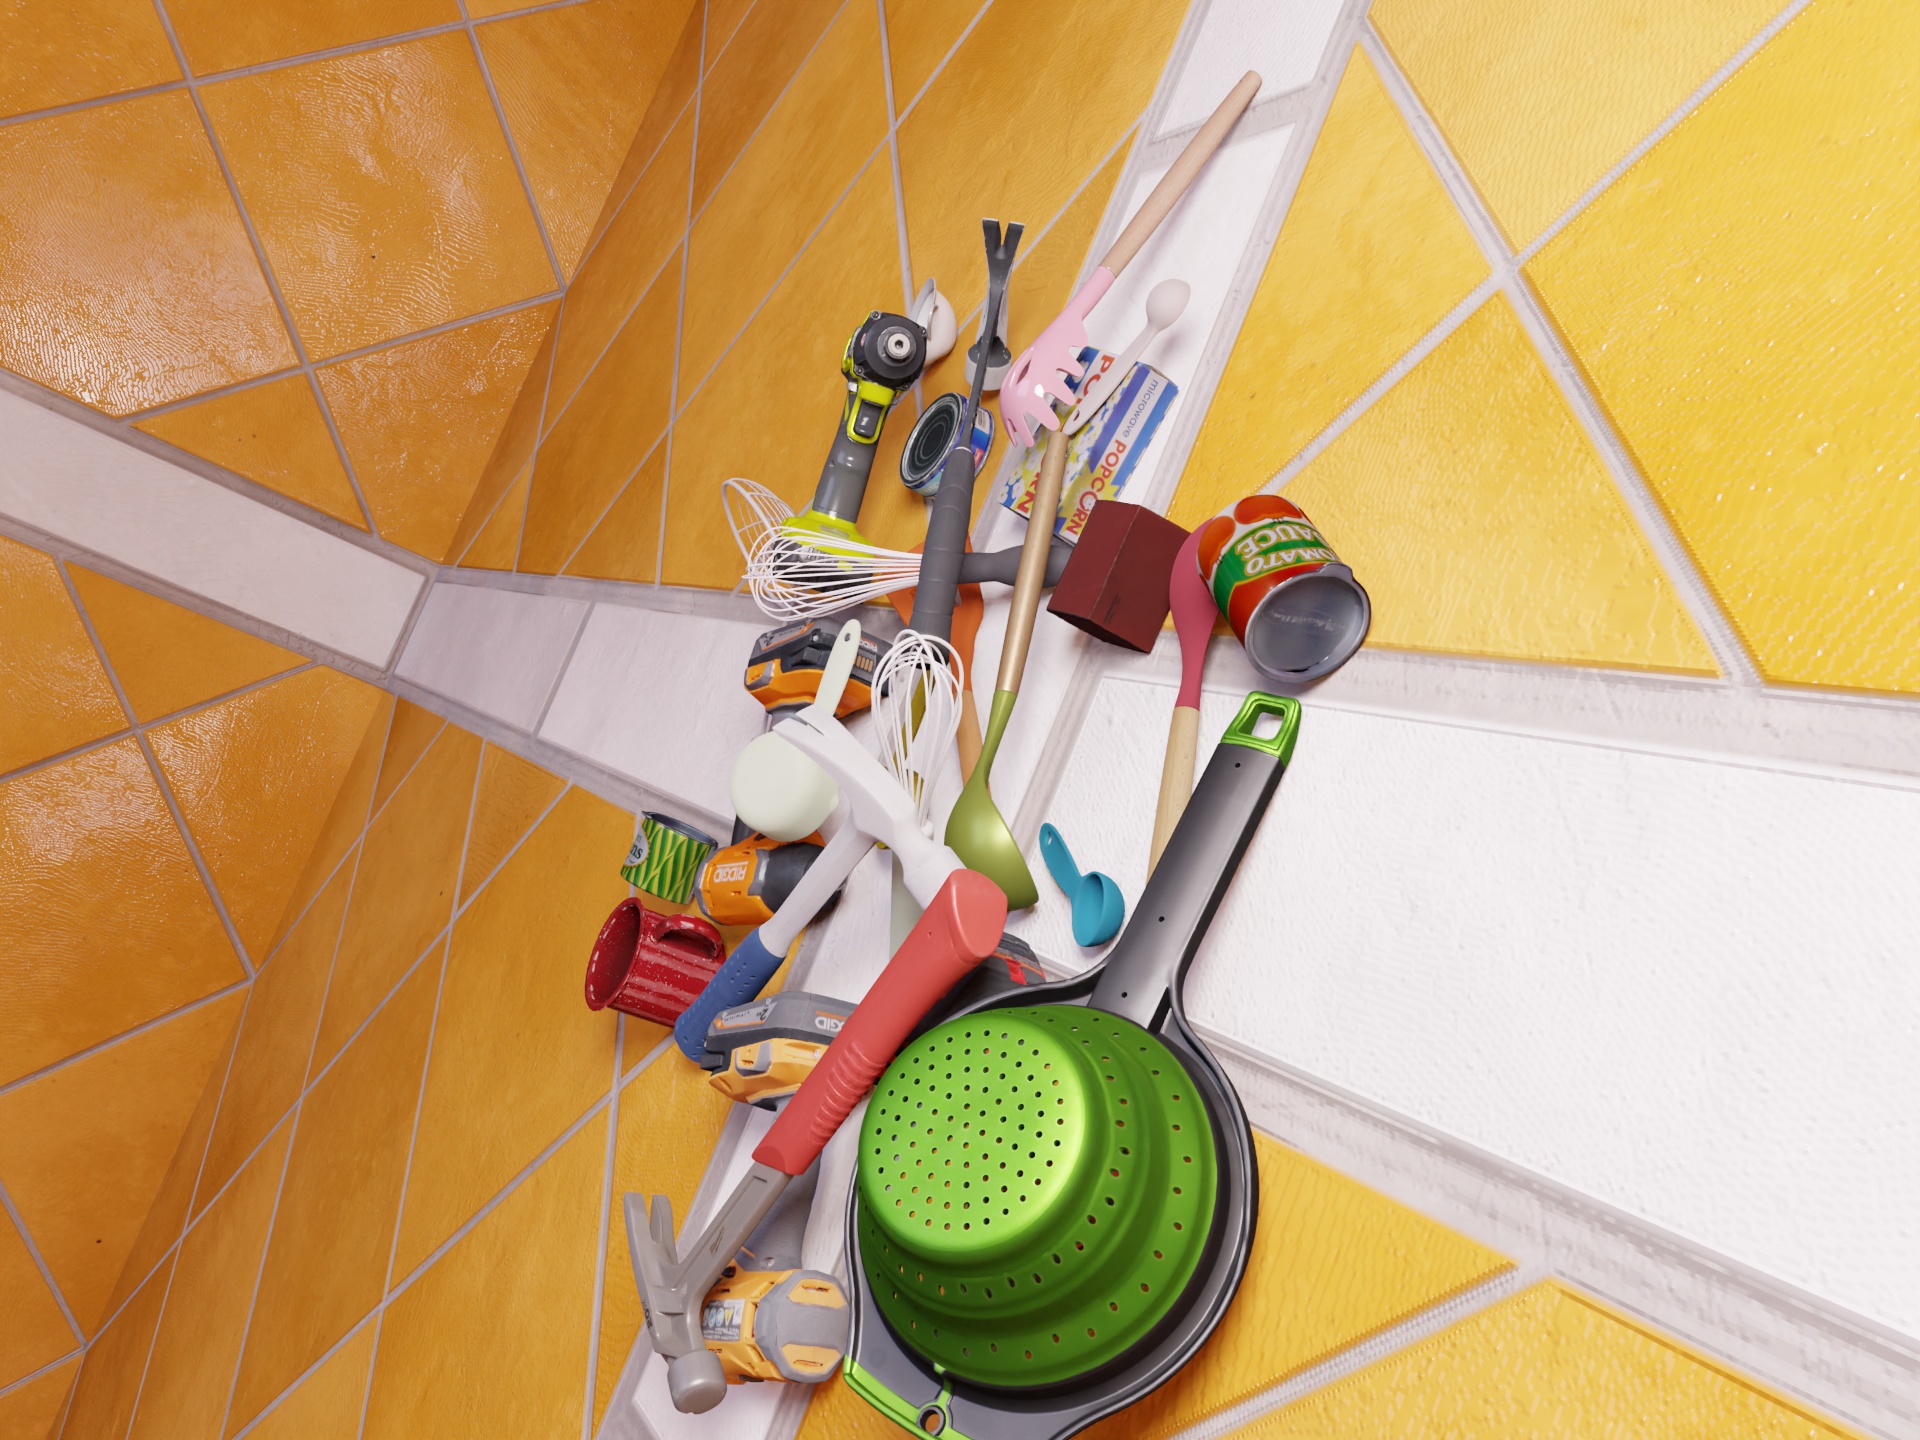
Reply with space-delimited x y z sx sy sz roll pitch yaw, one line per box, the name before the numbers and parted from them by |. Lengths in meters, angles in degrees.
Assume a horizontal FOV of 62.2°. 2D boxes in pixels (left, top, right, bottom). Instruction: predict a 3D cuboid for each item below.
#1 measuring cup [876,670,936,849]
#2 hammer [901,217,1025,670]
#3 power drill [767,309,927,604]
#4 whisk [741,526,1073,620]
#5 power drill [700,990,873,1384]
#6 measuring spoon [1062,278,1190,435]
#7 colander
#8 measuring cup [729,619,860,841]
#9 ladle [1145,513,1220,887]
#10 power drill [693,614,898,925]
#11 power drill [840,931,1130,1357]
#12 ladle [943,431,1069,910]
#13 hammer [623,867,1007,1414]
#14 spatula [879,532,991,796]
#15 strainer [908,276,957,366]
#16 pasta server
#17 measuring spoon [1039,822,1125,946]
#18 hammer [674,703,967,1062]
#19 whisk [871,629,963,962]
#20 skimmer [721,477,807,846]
measuring cup | -0.027 0.021 1.060 0.062 0.029 0.156 -111 34 -50
hammer | 0.004 -0.185 1.076 0.149 0.036 0.409 97 -178 -47
power drill | -0.084 -0.212 1.267 0.171 0.080 0.223 -137 63 -78
whisk | -0.040 -0.108 1.122 0.285 0.070 0.070 1 67 33
power drill | -0.130 0.300 1.011 0.185 0.084 0.226 -26 51 49
measuring spoon | 0.102 -0.236 1.028 0.124 0.018 0.034 -50 31 18
colander | 0.059 0.130 0.734 0.205 0.094 0.397 14 64 36
measuring cup | -0.111 0.002 1.120 0.083 0.038 0.167 17 83 33
ladle | 0.121 0.020 0.872 0.069 0.031 0.316 -29 46 59
power drill | -0.117 0.042 1.190 0.164 0.084 0.227 -11 62 53
power drill | 0.012 0.221 0.844 0.143 0.078 0.220 -53 34 19
ladle | 0.045 -0.038 0.985 0.078 0.062 0.320 82 -161 -68
hammer | -0.087 0.216 0.887 0.359 0.036 0.149 -56 38 22
spatula | -0.002 -0.003 1.072 0.081 0.041 0.323 -30 43 21
strainer | -0.054 -0.339 1.424 0.258 0.050 0.087 12 89 66
pasta server | 0.120 -0.320 1.087 0.316 0.040 0.060 -54 27 -10
measuring spoon | 0.070 0.090 0.914 0.129 0.021 0.042 -120 45 -66
hammer | -0.123 0.136 1.053 0.035 0.144 0.405 -30 -13 -38
whisk | -0.029 0.058 0.963 0.059 0.057 0.246 42 137 48
skimmer | -0.189 -0.039 1.357 0.127 0.090 0.364 101 176 -64
